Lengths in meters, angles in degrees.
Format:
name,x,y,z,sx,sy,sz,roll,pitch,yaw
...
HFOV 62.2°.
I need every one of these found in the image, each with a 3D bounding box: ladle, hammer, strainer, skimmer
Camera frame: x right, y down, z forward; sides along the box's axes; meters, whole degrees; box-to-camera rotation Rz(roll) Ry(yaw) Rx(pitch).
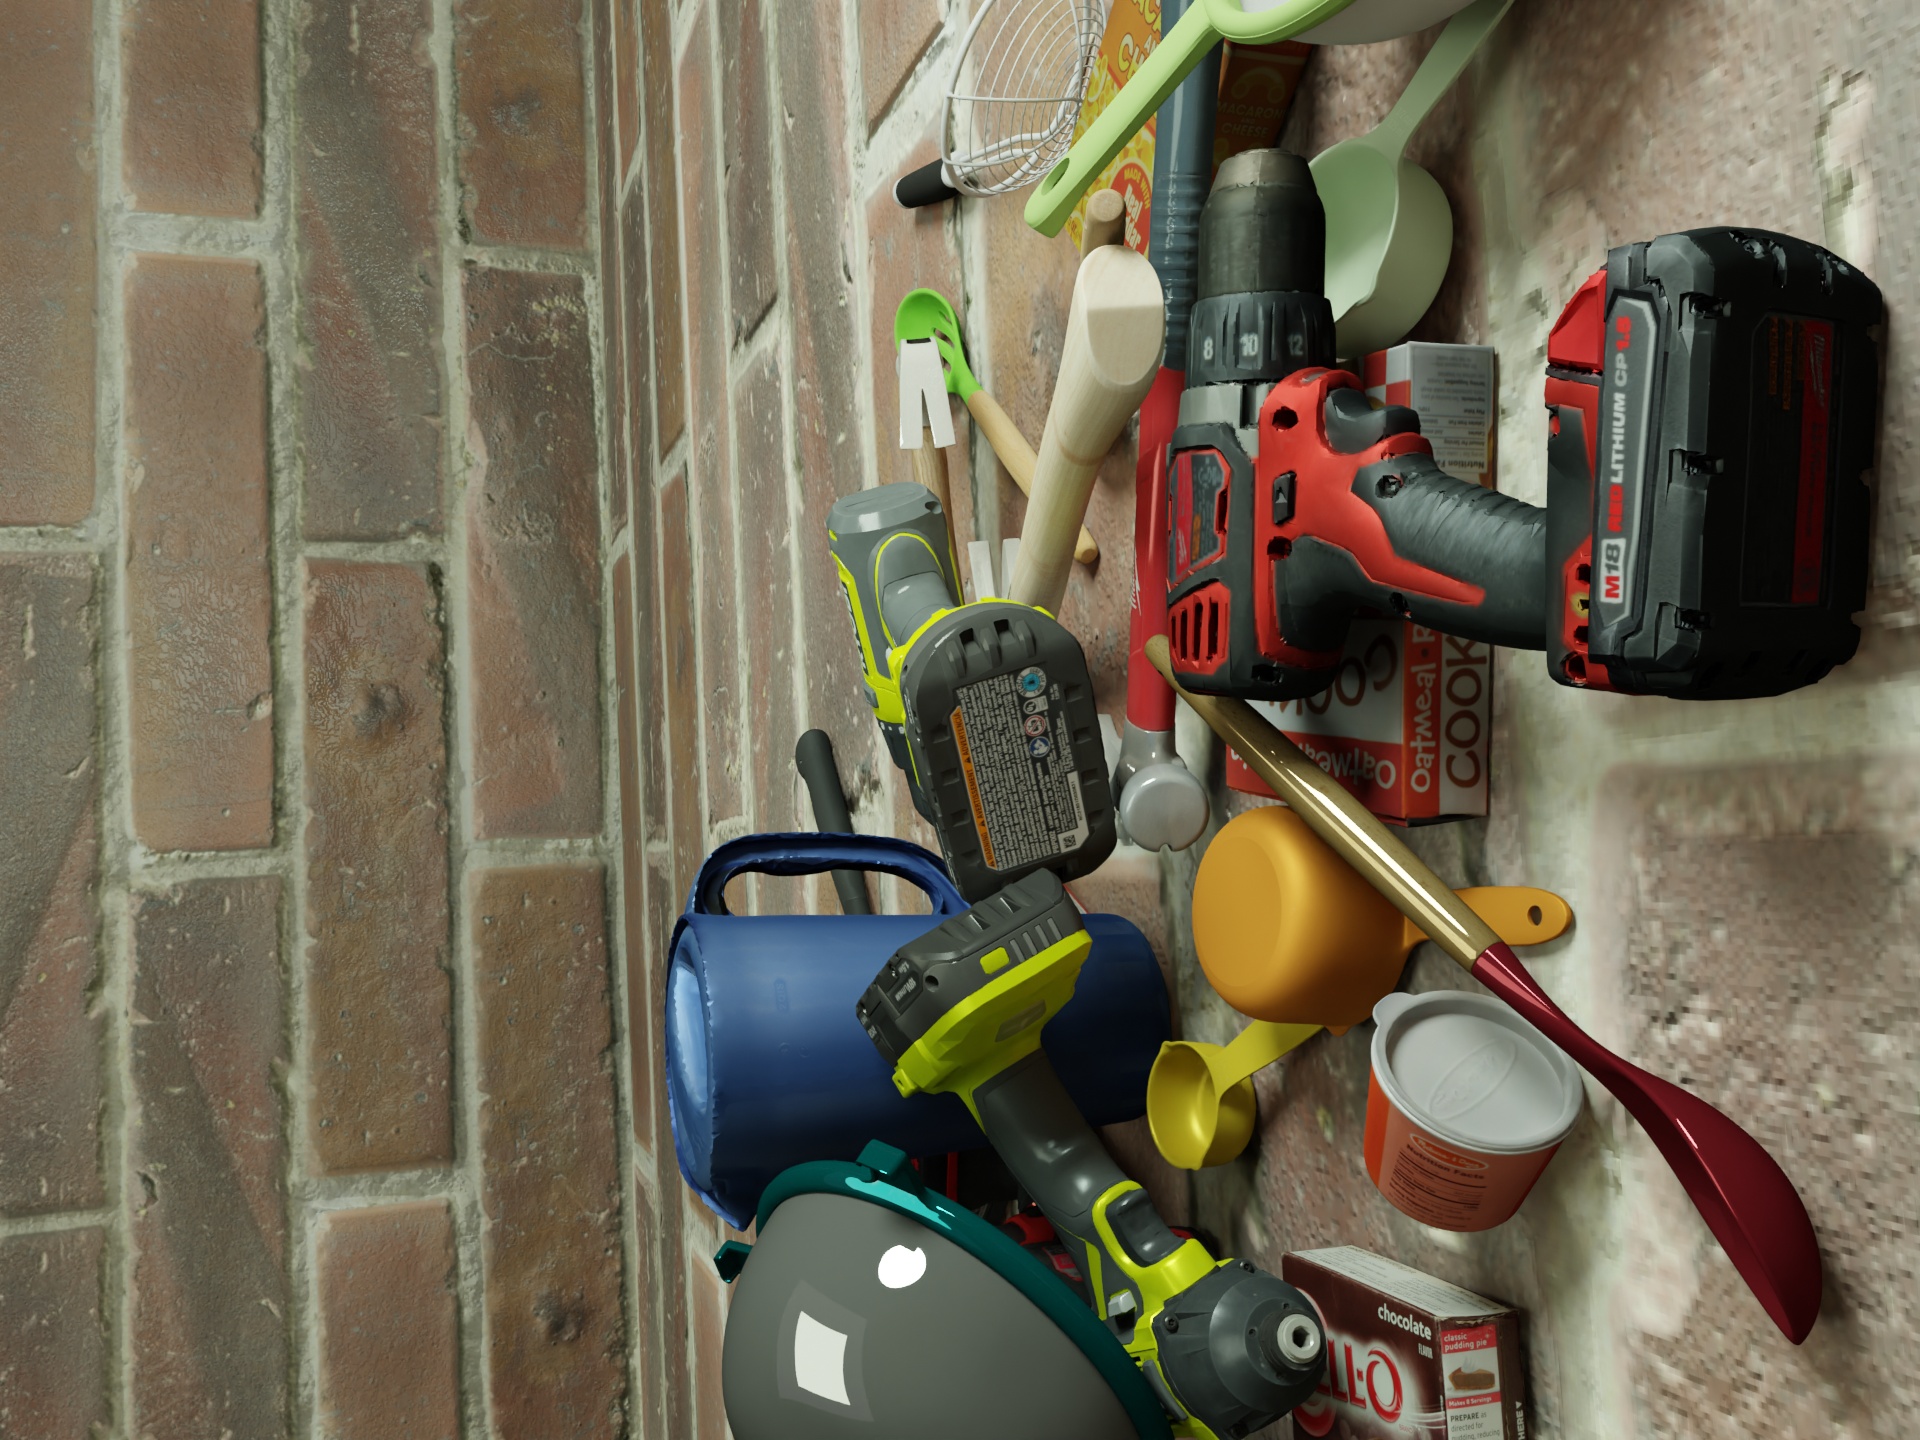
name,x,y,z,sx,sy,sz,roll,pitch,yaw
ladle,0.153,0.062,0.518,0.316,0.031,0.069,50,178,41
hammer,0.042,-0.100,0.760,0.410,0.038,0.146,102,161,-71
hammer,0.088,-0.147,0.690,0.143,0.038,0.386,-101,11,-71
hammer,-0.086,0.134,1.274,0.146,0.035,0.335,107,153,-43
strainer,0.020,0.333,0.639,0.340,0.095,0.211,46,140,3
hammer,-0.008,-0.066,0.975,0.130,0.031,0.331,-95,-1,-77
skimmer,-0.006,-0.354,0.942,0.127,0.090,0.363,-57,21,0
strainer,0.122,-0.248,0.551,0.256,0.069,0.152,-40,35,41

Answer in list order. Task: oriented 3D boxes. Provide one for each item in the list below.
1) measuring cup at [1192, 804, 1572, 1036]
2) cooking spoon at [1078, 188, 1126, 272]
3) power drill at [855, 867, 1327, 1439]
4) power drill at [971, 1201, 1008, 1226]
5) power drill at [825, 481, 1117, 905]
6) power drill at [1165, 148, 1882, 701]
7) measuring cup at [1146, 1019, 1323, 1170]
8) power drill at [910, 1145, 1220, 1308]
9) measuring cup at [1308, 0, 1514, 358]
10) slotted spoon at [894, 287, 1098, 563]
name,x,y,z,sx,sy,sz,roll,pitch,yaw
measuring cup,0.147,0.072,0.594,0.173,0.052,0.095,164,110,-66
cooking spoon,0.060,-0.176,0.717,0.319,0.017,0.069,25,-113,-86
power drill,0.055,0.181,0.646,0.223,0.080,0.171,57,155,14
power drill,-0.056,0.270,1.088,0.227,0.084,0.164,56,144,40
power drill,-0.001,-0.002,0.779,0.229,0.080,0.190,-128,23,-65
power drill,0.146,-0.095,0.487,0.227,0.080,0.188,8,99,57
measuring cup,0.134,0.148,0.698,0.156,0.029,0.062,-52,40,43
power drill,0.028,0.255,0.815,0.220,0.143,0.078,-142,50,-68
measuring cup,0.169,-0.204,0.566,0.167,0.038,0.083,-57,34,30
slotted spoon,0.020,-0.182,0.975,0.314,0.031,0.070,-118,33,-48
